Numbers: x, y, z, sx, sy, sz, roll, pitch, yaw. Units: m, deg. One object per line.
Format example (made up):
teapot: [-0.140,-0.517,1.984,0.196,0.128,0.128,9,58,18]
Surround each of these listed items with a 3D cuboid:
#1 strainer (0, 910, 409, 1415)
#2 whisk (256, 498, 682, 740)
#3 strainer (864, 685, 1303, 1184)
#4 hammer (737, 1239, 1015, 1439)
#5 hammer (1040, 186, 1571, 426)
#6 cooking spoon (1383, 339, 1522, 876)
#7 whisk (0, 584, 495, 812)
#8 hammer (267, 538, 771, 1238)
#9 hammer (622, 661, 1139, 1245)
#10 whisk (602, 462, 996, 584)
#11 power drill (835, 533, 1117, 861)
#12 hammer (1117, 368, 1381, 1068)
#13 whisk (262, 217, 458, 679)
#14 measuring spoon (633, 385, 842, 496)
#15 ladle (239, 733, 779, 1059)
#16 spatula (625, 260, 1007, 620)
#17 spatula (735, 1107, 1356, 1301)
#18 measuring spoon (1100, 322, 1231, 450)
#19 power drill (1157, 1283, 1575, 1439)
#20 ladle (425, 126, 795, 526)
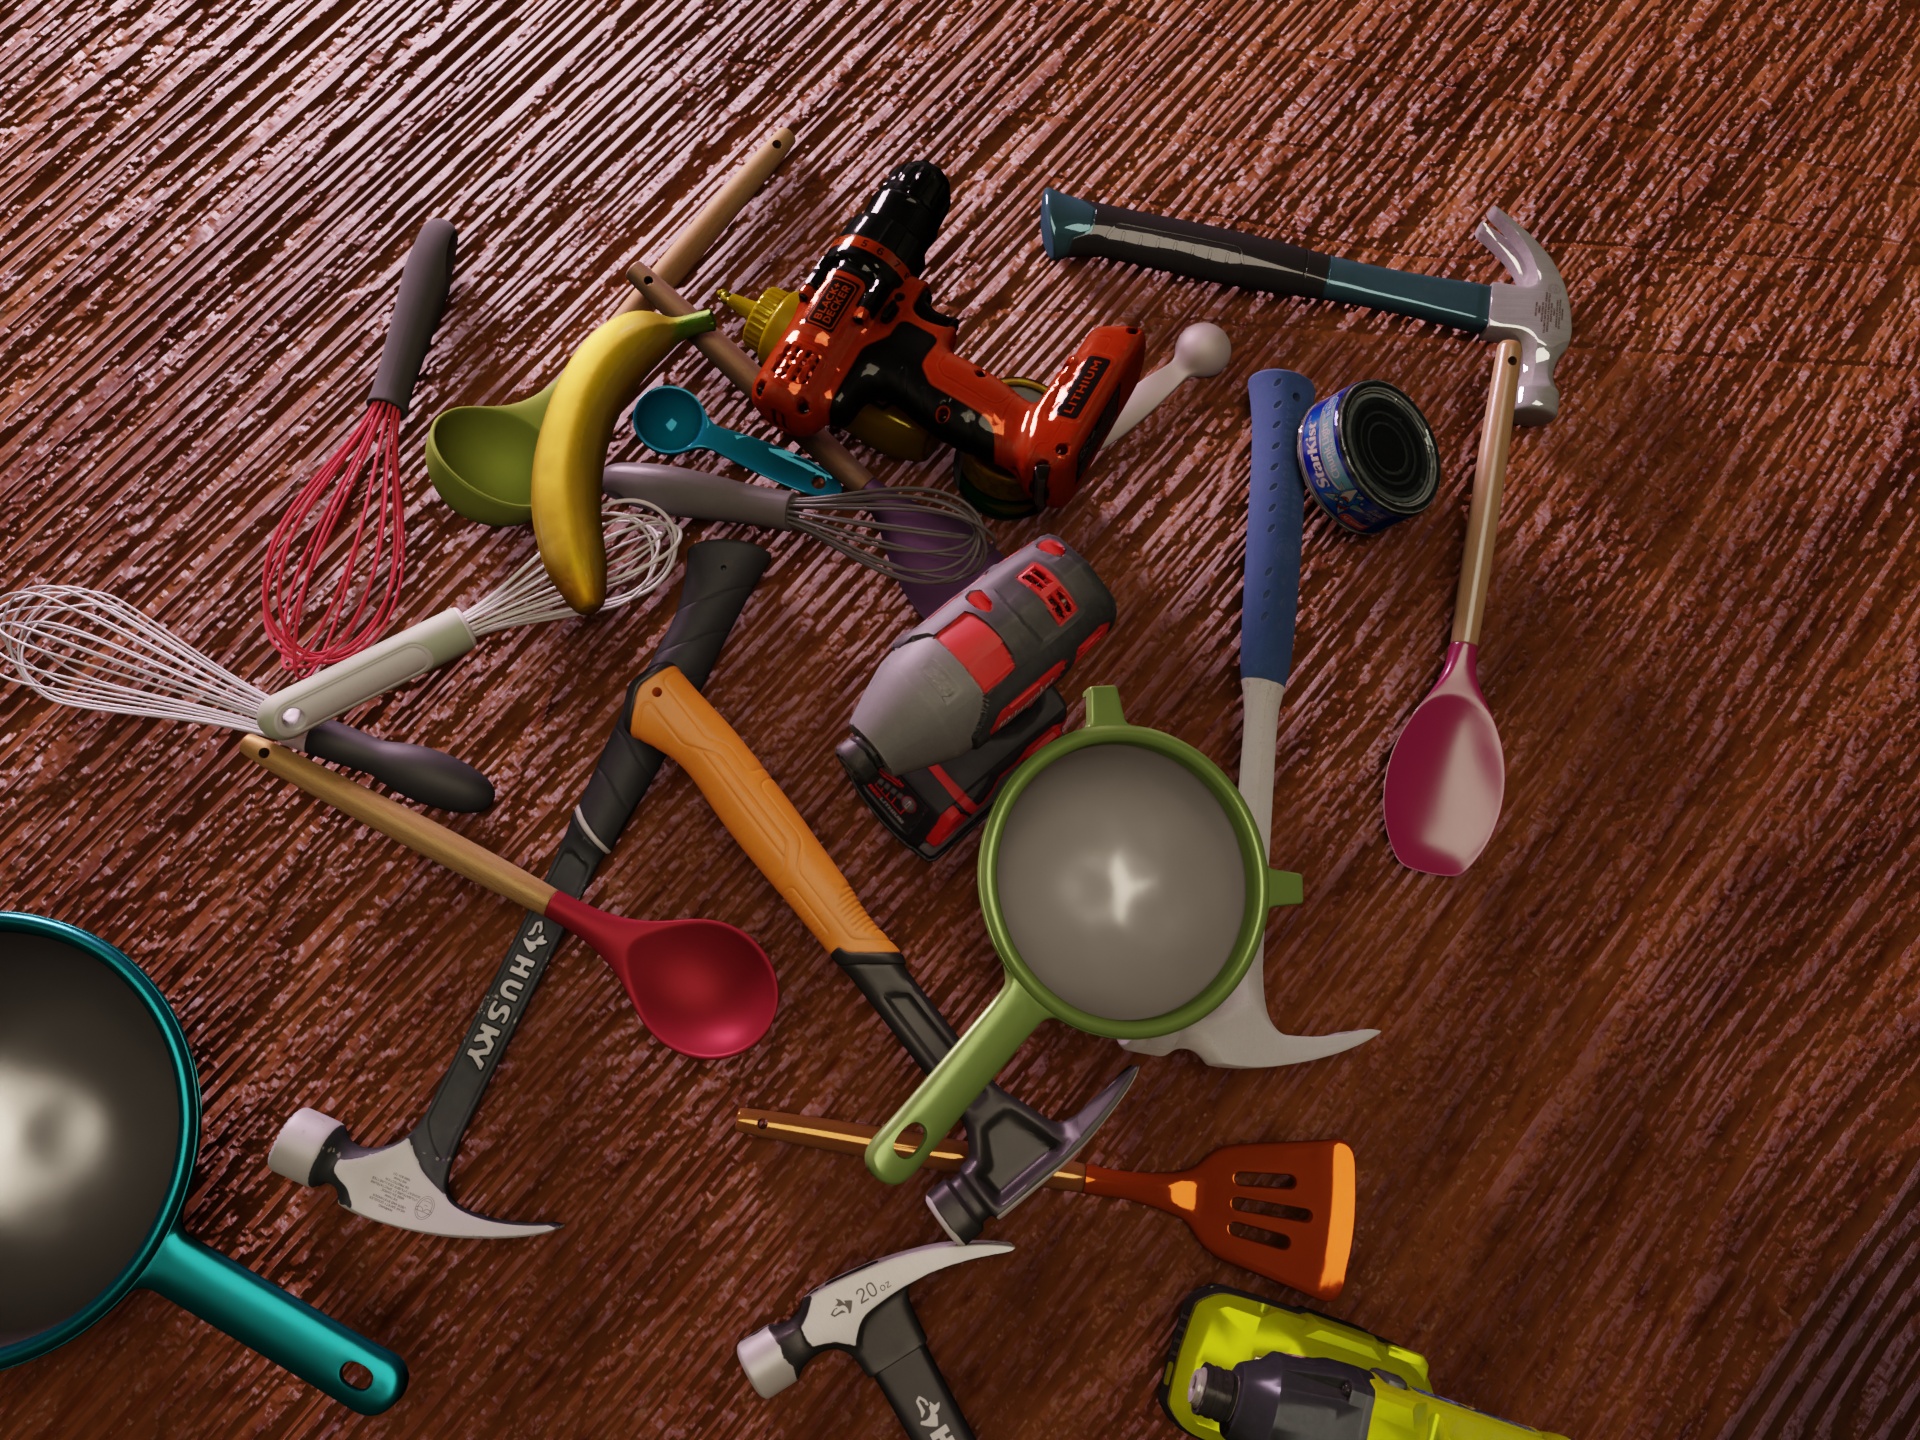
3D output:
strainer: [-0.409,0.234,0.777,0.340,0.095,0.211,30,79,2]
whisk: [-0.261,-0.053,0.863,0.246,0.057,0.059,-30,36,-19]
strainer: [0.038,0.118,0.770,0.151,0.069,0.256,45,72,-6]
hammer: [0.033,0.419,0.786,0.146,0.035,0.335,-29,79,-9]
hammer: [0.209,-0.273,0.973,0.331,0.033,0.128,12,76,0]
cooking spoon: [0.295,-0.068,0.919,0.069,0.017,0.319,11,83,-1]
whisk: [-0.387,-0.007,0.861,0.284,0.070,0.070,20,75,-4]
hammer: [-0.203,0.079,0.858,0.149,0.036,0.409,24,75,2]
hammer: [-0.057,0.099,0.830,0.127,0.034,0.337,-39,82,-8]
whisk: [-0.095,-0.117,0.895,0.239,0.055,0.055,12,75,14]
power drill: [-0.001,-0.003,0.795,0.143,0.219,0.078,-40,81,-12]
hammer: [0.174,-0.008,0.892,0.144,0.035,0.406,14,71,-18]
whisk: [-0.330,-0.160,0.900,0.073,0.073,0.296,10,70,-1]
measuring spoon: [-0.130,-0.156,0.935,0.128,0.021,0.042,22,75,-7]
ladle: [-0.235,0.084,0.823,0.315,0.031,0.069,27,77,3]
spatula: [-0.075,-0.150,0.915,0.316,0.018,0.060,44,83,-1]
spatula: [0.041,0.235,0.830,0.322,0.041,0.081,9,76,0]
measuring spoon: [0.115,-0.199,0.956,0.124,0.018,0.034,-40,82,-11]
power drill: [0.170,0.317,0.722,0.171,0.223,0.080,19,75,1]
ladle: [-0.192,-0.240,0.930,0.078,0.062,0.320,38,73,-8]
